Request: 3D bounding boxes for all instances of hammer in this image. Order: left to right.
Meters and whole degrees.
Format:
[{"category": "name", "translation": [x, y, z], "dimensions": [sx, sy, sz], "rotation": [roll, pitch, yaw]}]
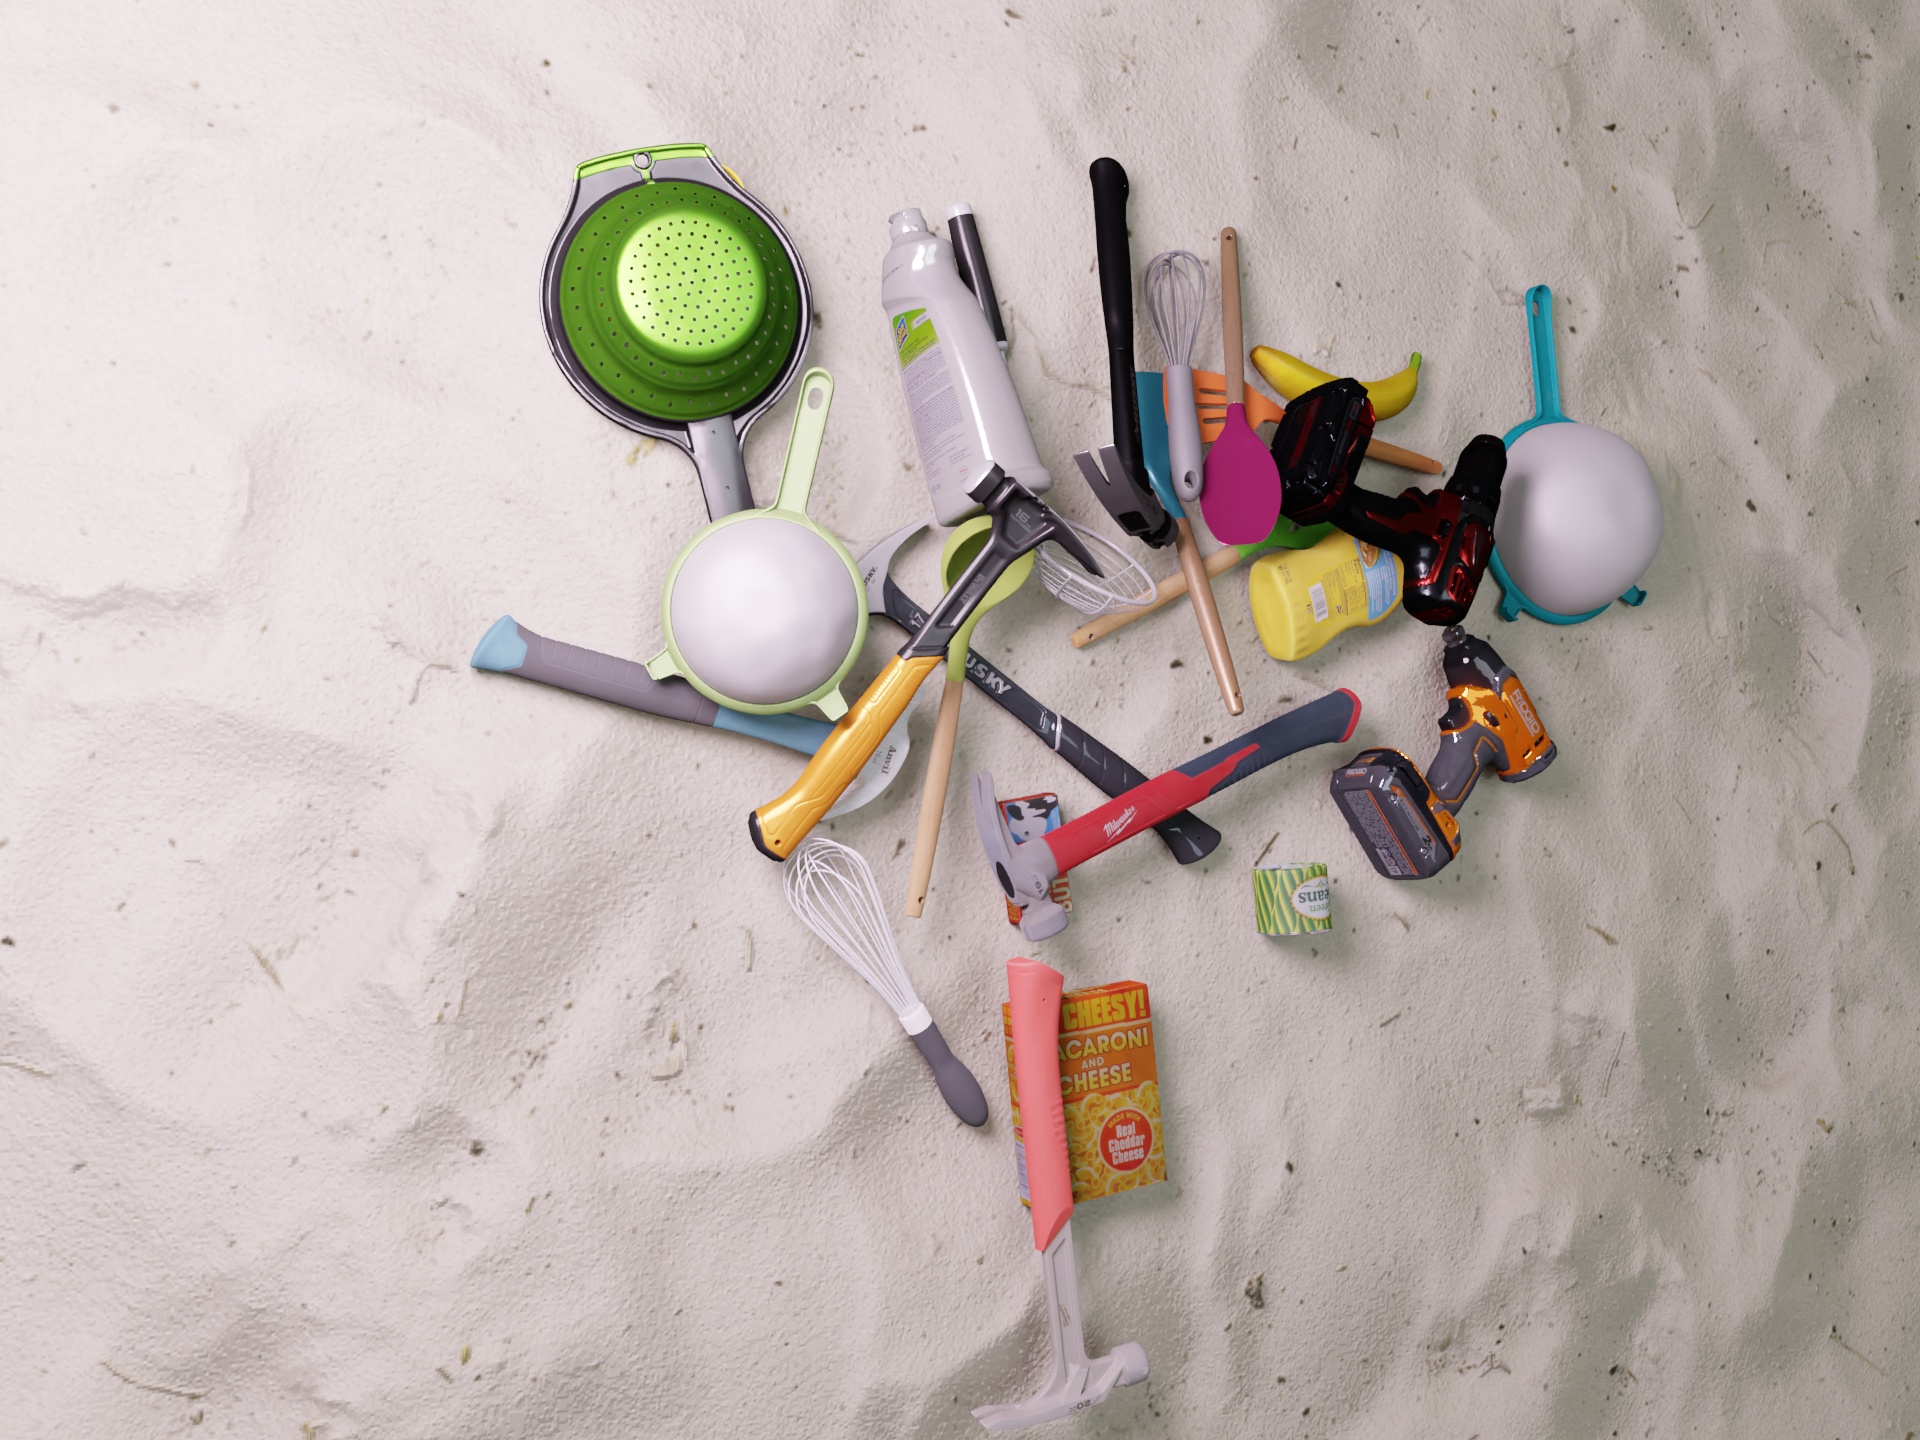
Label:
[{"category": "hammer", "translation": [-0.196, -0.014, 1.190], "dimensions": [0.330, 0.033, 0.128], "rotation": [17, 96, -20]}, {"category": "hammer", "translation": [-0.038, -0.028, 1.195], "dimensions": [0.127, 0.034, 0.337], "rotation": [39, 90, -20]}, {"category": "hammer", "translation": [0.062, 0.368, 1.259], "dimensions": [0.149, 0.037, 0.359], "rotation": [-7, 92, -23]}, {"category": "hammer", "translation": [0.066, -0.006, 1.325], "dimensions": [0.408, 0.036, 0.149], "rotation": [37, 72, -19]}, {"category": "hammer", "translation": [0.131, -0.320, 1.324], "dimensions": [0.146, 0.035, 0.335], "rotation": [27, 56, -59]}, {"category": "hammer", "translation": [0.186, 0.040, 1.343], "dimensions": [0.386, 0.038, 0.143], "rotation": [-25, 96, -27]}]

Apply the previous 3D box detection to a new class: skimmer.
[{"category": "skimmer", "translation": [0.070, -0.258, 1.310], "dimensions": [0.127, 0.090, 0.363], "rotation": [-17, 93, -57]}]

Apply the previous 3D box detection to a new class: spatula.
[{"category": "spatula", "translation": [0.198, -0.153, 1.358], "dimensions": [0.082, 0.044, 0.318], "rotation": [-1, 65, -29]}, {"category": "spatula", "translation": [0.322, -0.260, 1.455], "dimensions": [0.322, 0.041, 0.081], "rotation": [8, 67, -33]}]

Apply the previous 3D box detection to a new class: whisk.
[{"category": "whisk", "translation": [-0.051, 0.208, 1.248], "dimensions": [0.070, 0.070, 0.284], "rotation": [-37, 107, -22]}, {"category": "whisk", "translation": [0.191, -0.300, 1.371], "dimensions": [0.055, 0.055, 0.239], "rotation": [5, 74, -25]}]

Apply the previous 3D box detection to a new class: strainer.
[{"category": "strainer", "translation": [-0.128, -0.130, 1.133], "dimensions": [0.151, 0.069, 0.256], "rotation": [13, 90, -4]}, {"category": "strainer", "translation": [0.612, -0.266, 1.563], "dimensions": [0.211, 0.095, 0.340], "rotation": [-7, 92, -25]}]

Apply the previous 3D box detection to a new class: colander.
[{"category": "colander", "translation": [-0.183, -0.232, 1.172], "dimensions": [0.204, 0.094, 0.397], "rotation": [-15, 98, -14]}]

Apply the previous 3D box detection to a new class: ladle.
[{"category": "ladle", "translation": [-0.002, -0.004, 1.241], "dimensions": [0.078, 0.062, 0.320], "rotation": [15, 82, -36]}]

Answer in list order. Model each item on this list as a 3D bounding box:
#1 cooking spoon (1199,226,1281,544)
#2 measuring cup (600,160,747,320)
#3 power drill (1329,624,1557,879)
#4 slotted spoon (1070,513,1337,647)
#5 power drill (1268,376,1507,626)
[{"category": "cooking spoon", "translation": [0.240, -0.296, 1.387], "dimensions": [0.069, 0.017, 0.319], "rotation": [-2, 69, 10]}, {"category": "measuring cup", "translation": [-0.227, -0.361, 1.216], "dimensions": [0.062, 0.029, 0.156], "rotation": [43, 83, -15]}, {"category": "power drill", "translation": [0.448, 0.025, 1.480], "dimensions": [0.226, 0.084, 0.164], "rotation": [-38, 103, -26]}, {"category": "slotted spoon", "translation": [0.223, -0.139, 1.410], "dimensions": [0.314, 0.031, 0.070], "rotation": [-29, 117, -22]}, {"category": "power drill", "translation": [0.387, -0.211, 1.404], "dimensions": [0.226, 0.080, 0.188], "rotation": [30, 72, -21]}]
